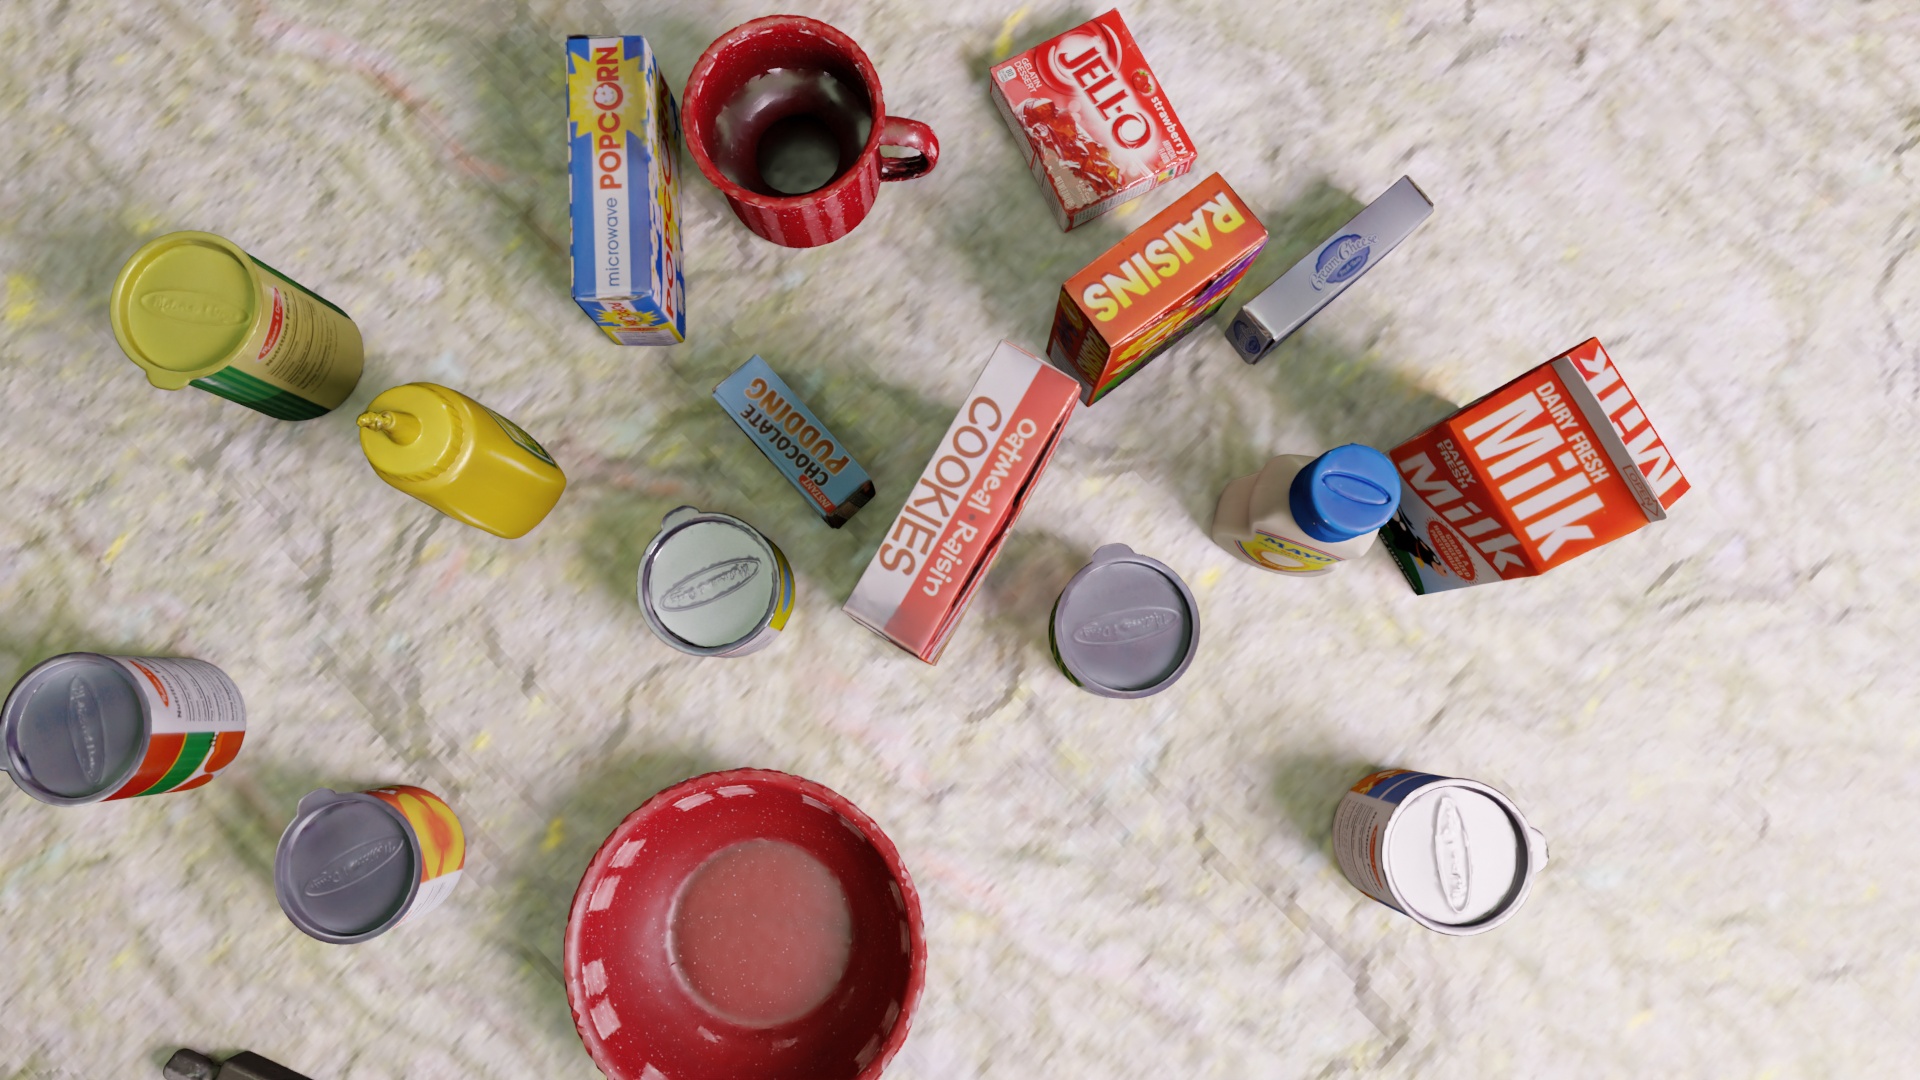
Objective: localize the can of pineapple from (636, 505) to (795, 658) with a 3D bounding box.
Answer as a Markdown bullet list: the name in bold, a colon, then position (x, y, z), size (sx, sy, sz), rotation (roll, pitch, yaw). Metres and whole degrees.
- **can of pineapple**: position (-0.114, 0.021, 0.657), size (0.071, 0.058, 0.071), rotation (0, 83, 0)

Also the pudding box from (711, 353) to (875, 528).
- **pudding box**: position (-0.079, -0.047, 0.669), size (0.030, 0.049, 0.084), rotation (-42, 85, -4)

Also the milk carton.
- **milk carton**: position (0.238, -0.028, 0.596), size (0.073, 0.190, 0.072), rotation (-30, 84, -3)

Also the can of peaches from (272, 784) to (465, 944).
- **can of peaches**: position (-0.272, 0.146, 0.642), size (0.071, 0.058, 0.071), rotation (0, 83, 0)

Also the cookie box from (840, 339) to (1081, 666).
- **cookie box**: position (0.002, -0.008, 0.605), size (0.040, 0.167, 0.123), rotation (29, 85, 3)

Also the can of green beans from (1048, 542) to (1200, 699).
- **can of green beans**: position (0.075, 0.042, 0.654), size (0.071, 0.058, 0.071), rotation (0, 83, 0)

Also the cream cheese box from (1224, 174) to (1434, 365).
- **cream cheese box**: position (0.178, -0.130, 0.677), size (0.104, 0.053, 0.024), rotation (-39, 85, -4)

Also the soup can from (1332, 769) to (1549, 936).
- **soup can**: position (0.214, 0.138, 0.629), size (0.071, 0.083, 0.071), rotation (0, 84, 0)

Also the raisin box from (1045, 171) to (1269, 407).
- **raisin box**: position (0.086, -0.111, 0.639), size (0.086, 0.123, 0.040), rotation (-36, 85, -4)

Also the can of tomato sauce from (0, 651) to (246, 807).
- **can of tomato sauce**: position (-0.382, 0.086, 0.636), size (0.071, 0.083, 0.071), rotation (0, 84, 0)

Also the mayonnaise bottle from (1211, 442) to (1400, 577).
- **mayonnaise bottle**: position (0.154, -0.012, 0.615), size (0.065, 0.148, 0.041), rotation (19, 84, 2)

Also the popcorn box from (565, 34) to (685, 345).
- **popcorn box**: position (-0.159, -0.164, 0.665), size (0.038, 0.085, 0.127), rotation (-3, 83, 0)

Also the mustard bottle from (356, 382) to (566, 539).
- **mustard bottle**: position (-0.224, -0.039, 0.613), size (0.065, 0.160, 0.049), rotation (39, 85, 4)

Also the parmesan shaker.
- **parmesan shaker**: position (-0.334, -0.094, 0.648), size (0.071, 0.103, 0.071), rotation (0, 84, 0)
